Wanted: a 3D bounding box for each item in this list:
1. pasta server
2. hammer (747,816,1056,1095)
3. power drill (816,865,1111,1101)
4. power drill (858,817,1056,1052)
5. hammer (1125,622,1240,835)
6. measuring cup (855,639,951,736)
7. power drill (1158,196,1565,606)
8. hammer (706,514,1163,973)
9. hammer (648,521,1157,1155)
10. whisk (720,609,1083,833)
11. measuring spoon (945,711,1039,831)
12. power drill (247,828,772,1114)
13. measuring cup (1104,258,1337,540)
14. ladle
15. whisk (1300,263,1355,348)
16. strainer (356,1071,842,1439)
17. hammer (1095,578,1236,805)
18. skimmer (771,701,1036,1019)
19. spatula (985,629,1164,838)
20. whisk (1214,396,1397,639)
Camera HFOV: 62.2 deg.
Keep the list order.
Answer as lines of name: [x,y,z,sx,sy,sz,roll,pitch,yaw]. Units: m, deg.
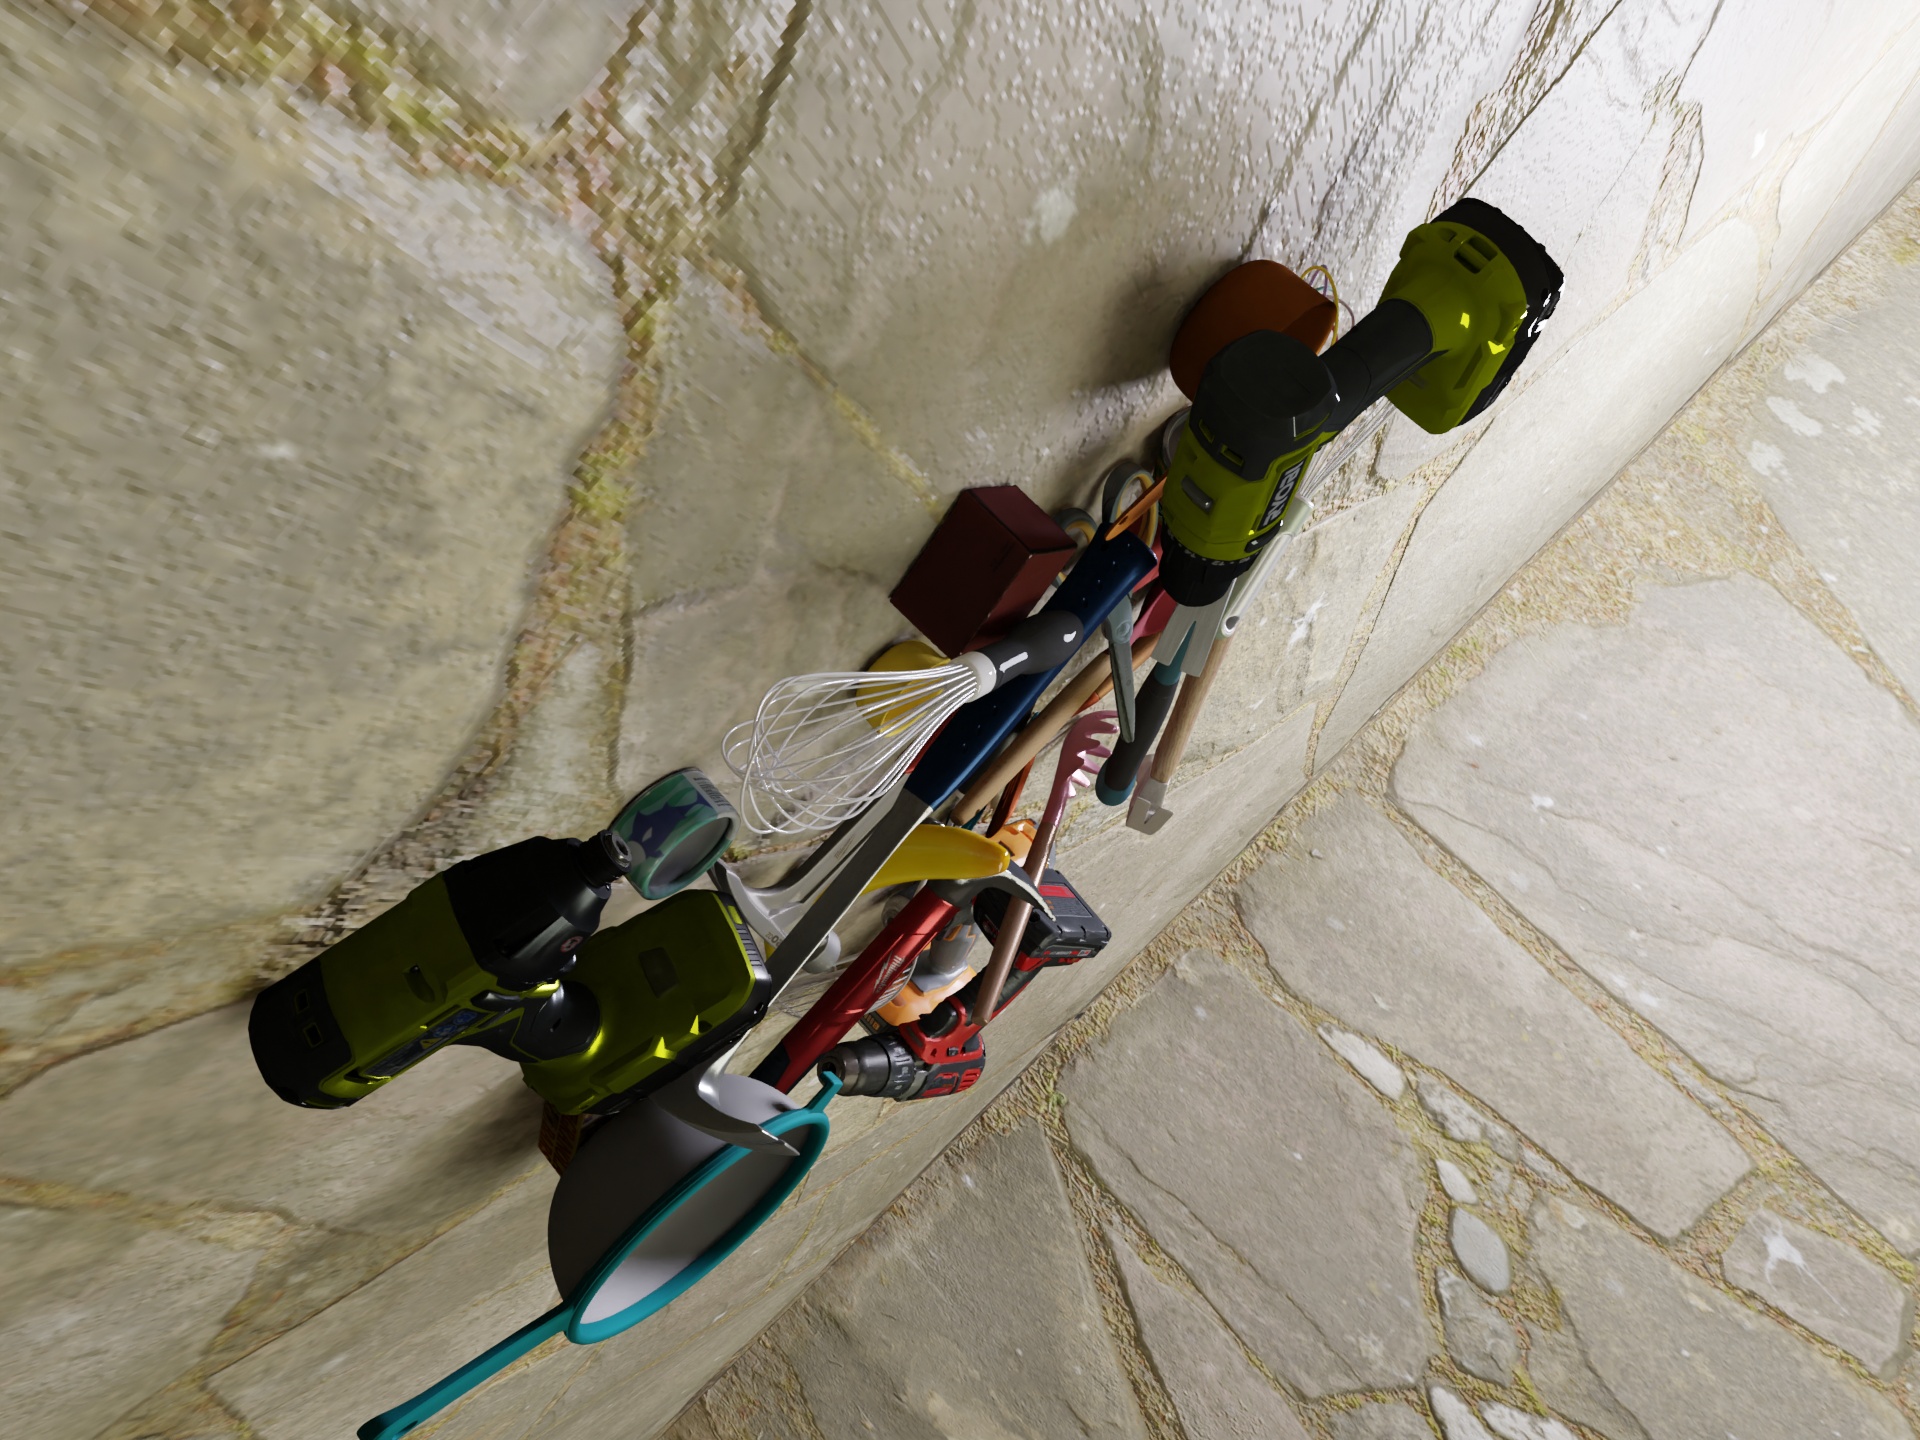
pasta server: [0.068,0.106,1.238,0.060,0.040,0.316,99,11,-49]
hammer: [-0.099,0.237,1.149,0.386,0.038,0.143,-48,131,11]
power drill: [-0.003,0.224,1.291,0.226,0.080,0.187,-51,149,18]
power drill: [-0.025,0.194,1.374,0.185,0.084,0.226,-23,150,-46]
hammer: [0.192,-0.050,1.229,0.130,0.031,0.331,-66,175,-59]
measuring cup: [-0.002,-0.057,0.906,0.156,0.029,0.062,-48,164,-4]
power drill: [0.200,-0.162,0.851,0.228,0.080,0.190,-36,161,-20]
hammer: [-0.002,-0.003,0.979,0.359,0.037,0.149,-46,145,-11]
hammer: [-0.026,0.055,0.871,0.405,0.144,0.035,-50,136,-10]
whisk: [-0.013,-0.011,0.753,0.284,0.070,0.070,-27,157,-54]
measuring spoon: [0.021,0.042,1.227,0.128,0.021,0.042,-59,172,17]
power drill: [-0.184,0.118,0.733,0.171,0.080,0.223,-32,158,7]
measuring cup: [0.126,-0.176,0.869,0.173,0.052,0.095,-45,164,10]
ladle: [0.089,-0.026,1.112,0.315,0.031,0.069,-44,162,-35]
whisk: [0.190,-0.194,0.996,0.051,0.047,0.244,-39,166,-21]
strainer: [-0.239,0.323,1.007,0.340,0.095,0.210,-25,152,-40]
hammer: [0.145,-0.030,1.125,0.330,0.033,0.128,105,9,-59]
skimmer: [-0.038,0.084,1.154,0.127,0.090,0.363,-12,134,-52]
spatula: [0.127,-0.029,1.249,0.322,0.041,0.081,-41,178,-15]
whisk: [0.243,-0.163,1.116,0.057,0.059,0.246,18,108,-47]
